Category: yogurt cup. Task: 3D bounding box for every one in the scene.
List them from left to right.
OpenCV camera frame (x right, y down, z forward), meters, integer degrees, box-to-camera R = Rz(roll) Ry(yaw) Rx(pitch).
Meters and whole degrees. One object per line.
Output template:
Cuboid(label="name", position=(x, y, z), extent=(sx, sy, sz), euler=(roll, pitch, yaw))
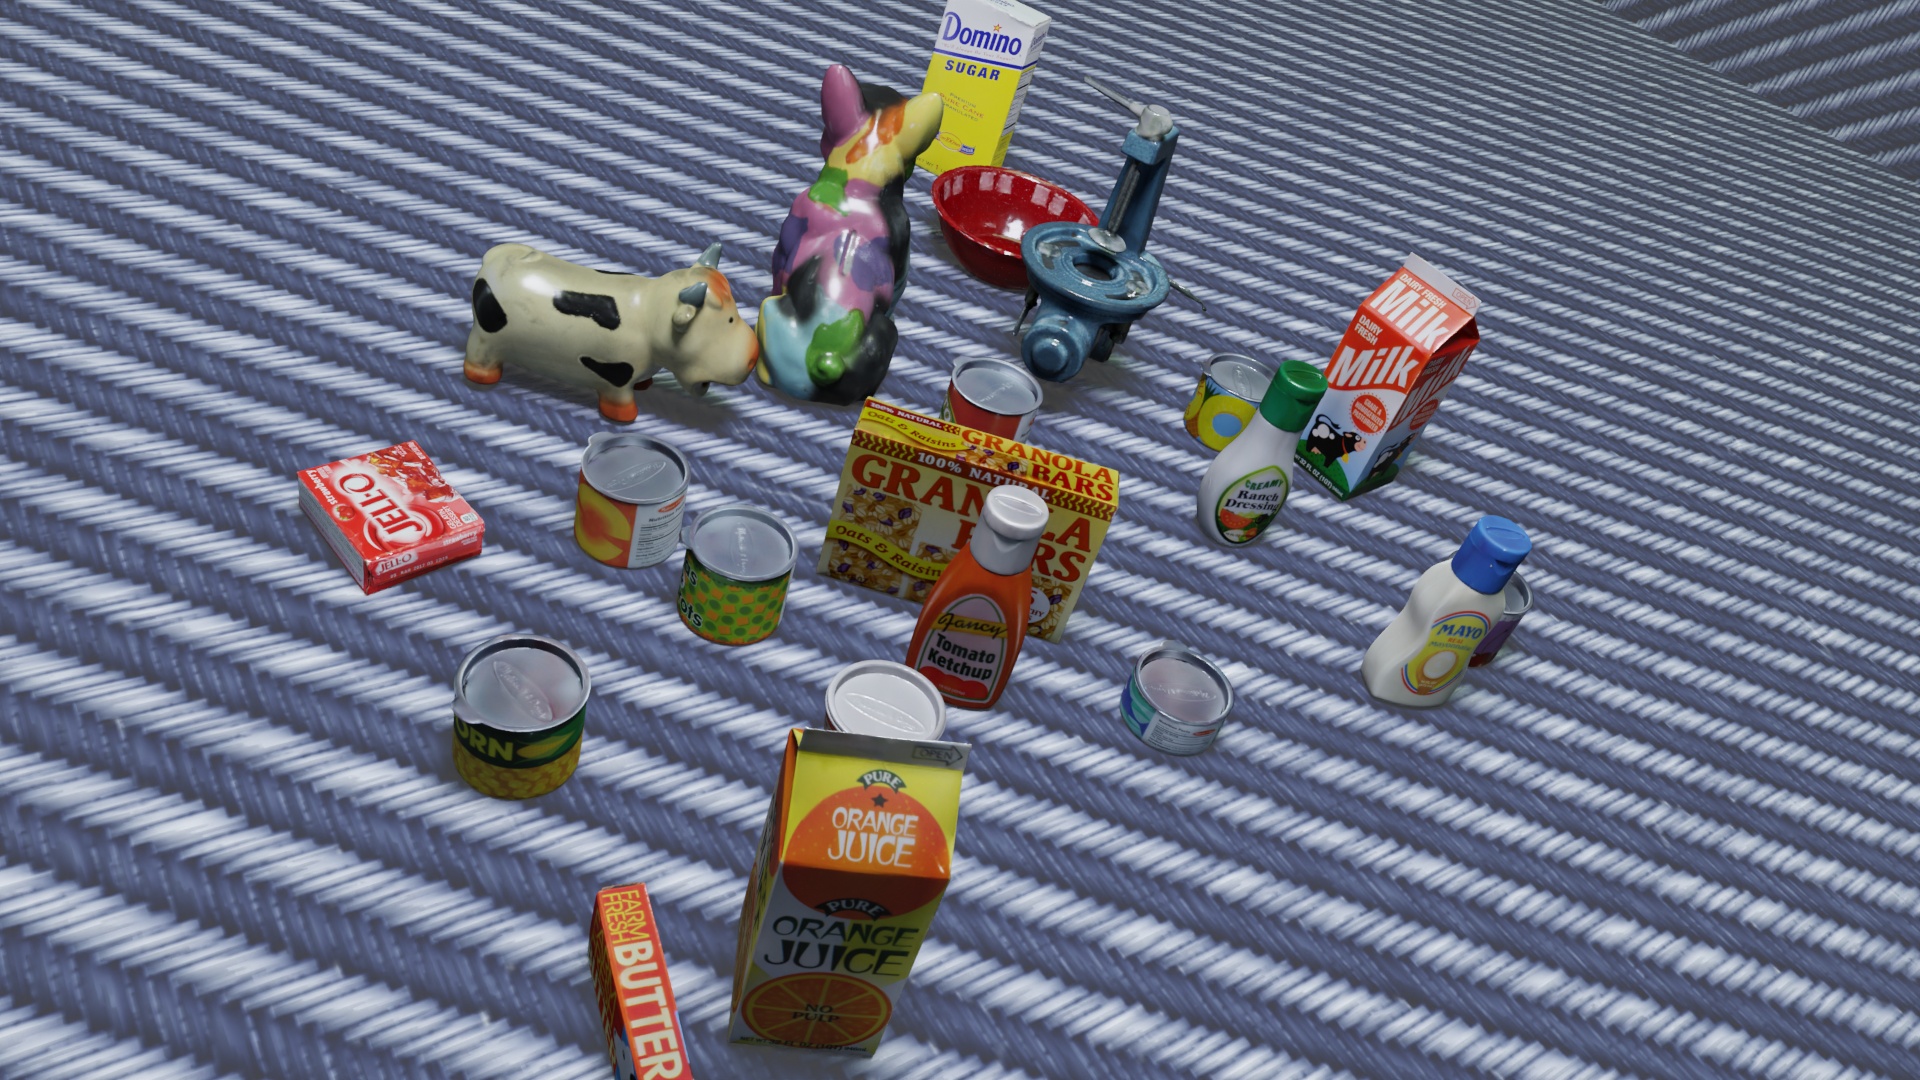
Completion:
Cuboid(label="yogurt cup", position=(-0.047, 0.109, 0.778), extent=(0.072, 0.053, 0.073), euler=(11, 40, -9))

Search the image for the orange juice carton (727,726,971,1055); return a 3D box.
Cuboid(label="orange juice carton", position=(-0.053, 0.149, 0.621), extent=(0.072, 0.191, 0.073), euler=(9, 40, -12))

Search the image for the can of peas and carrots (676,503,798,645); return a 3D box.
Cuboid(label="can of peas and carrots", position=(-0.138, 0.021, 0.839), extent=(0.071, 0.058, 0.071), euler=(11, 40, -9))

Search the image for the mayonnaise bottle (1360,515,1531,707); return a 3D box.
Cuboid(label="mayonnaise bottle", position=(0.324, 0.049, 0.920), extent=(0.065, 0.147, 0.041), euler=(8, 41, -13))

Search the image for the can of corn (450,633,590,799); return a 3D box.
Cuboid(label="can of corn", position=(-0.230, 0.093, 0.720), extent=(0.071, 0.058, 0.071), euler=(11, 40, -9))

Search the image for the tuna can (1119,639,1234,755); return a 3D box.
Cuboid(label="tuna can", position=(0.136, 0.099, 0.877), extent=(0.071, 0.032, 0.071), euler=(11, 40, -9))

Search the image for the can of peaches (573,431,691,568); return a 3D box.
Cuboid(label="can of peaches", position=(-0.207, -0.026, 0.866), extent=(0.071, 0.057, 0.071), euler=(11, 40, -9))

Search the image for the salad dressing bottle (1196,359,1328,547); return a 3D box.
Cuboid(label="salad dressing bottle", position=(0.219, -0.062, 1.005), extent=(0.064, 0.146, 0.044), euler=(5, 42, -17))

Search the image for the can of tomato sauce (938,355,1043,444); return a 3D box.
Cuboid(label="can of tomato sauce", position=(0.014, -0.080, 0.996), extent=(0.071, 0.082, 0.071), euler=(11, 40, -9))

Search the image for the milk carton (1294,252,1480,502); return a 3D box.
Cuboid(label="milk carton", position=(0.338, -0.129, 1.096), extent=(0.074, 0.189, 0.072), euler=(-19, 53, -37))

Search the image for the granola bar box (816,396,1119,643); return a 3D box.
Cuboid(label="granola bar box", position=(0.003, -0.011, 0.880), extent=(0.166, 0.123, 0.039), euler=(16, 39, -3))

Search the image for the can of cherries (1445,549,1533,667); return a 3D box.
Cuboid(label="can of cherries", position=(0.368, 0.049, 1.006), extent=(0.071, 0.058, 0.072), euler=(11, 40, -9))

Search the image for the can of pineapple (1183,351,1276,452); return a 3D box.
Cuboid(label="can of pineapple", position=(0.220, -0.113, 1.135), extent=(0.071, 0.057, 0.071), euler=(11, 40, -9))

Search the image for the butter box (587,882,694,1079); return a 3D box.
Cuboid(label="butter box", position=(-0.145, 0.211, 0.622), extent=(0.024, 0.052, 0.104), euler=(-4, 45, -26))

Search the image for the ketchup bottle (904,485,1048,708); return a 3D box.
Cuboid(label="ketchup bottle", position=(0.013, 0.033, 0.814), extent=(0.065, 0.148, 0.044), euler=(19, 39, 0))
